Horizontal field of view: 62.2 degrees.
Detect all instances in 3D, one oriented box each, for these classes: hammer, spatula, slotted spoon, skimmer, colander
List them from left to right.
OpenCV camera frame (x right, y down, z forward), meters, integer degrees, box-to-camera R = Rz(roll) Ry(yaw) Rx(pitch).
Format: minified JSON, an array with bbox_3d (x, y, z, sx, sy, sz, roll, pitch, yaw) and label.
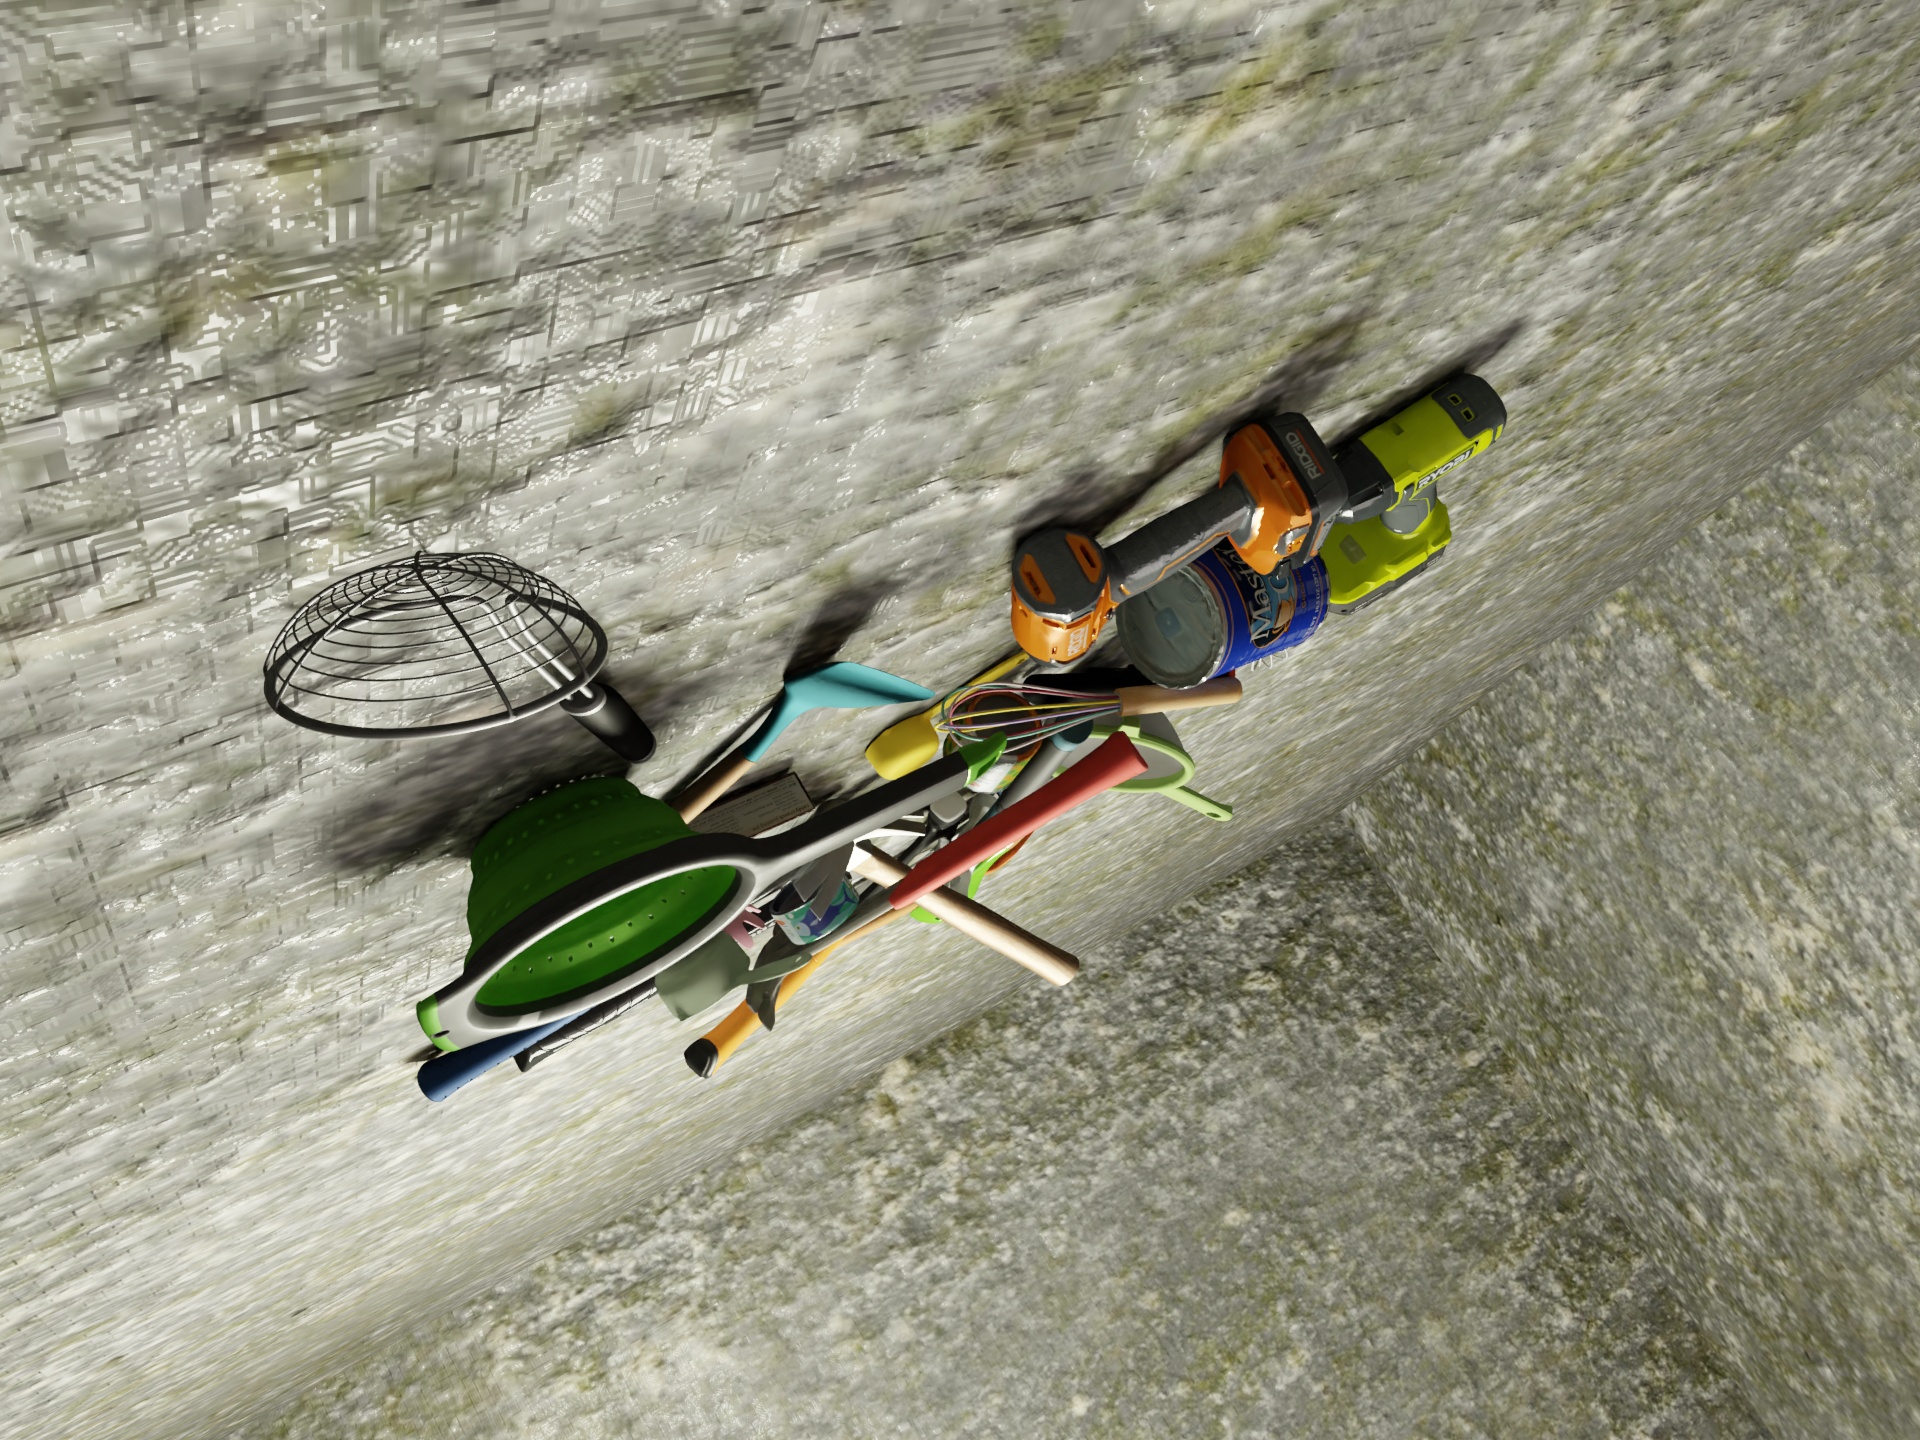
[{"bbox_3d":[-0.196,0.003,0.740,0.127,0.090,0.363,0,167,2],"label":"skimmer"},{"bbox_3d":[-0.259,0.195,1.255,0.405,0.035,0.144,-31,-163,10],"label":"hammer"},{"bbox_3d":[-0.249,0.219,1.429,0.335,0.035,0.146,-29,164,-13],"label":"hammer"},{"bbox_3d":[-0.158,0.067,0.990,0.397,0.095,0.204,-25,162,-19],"label":"colander"},{"bbox_3d":[-0.154,0.044,1.043,0.317,0.044,0.082,-38,144,28],"label":"spatula"},{"bbox_3d":[-0.120,0.197,1.441,0.337,0.034,0.127,-44,169,-26],"label":"hammer"},{"bbox_3d":[-0.035,0.170,1.654,0.322,0.041,0.081,-25,-179,-28],"label":"spatula"},{"bbox_3d":[-0.013,0.118,1.252,0.359,0.036,0.149,-32,-164,14],"label":"hammer"},{"bbox_3d":[-0.007,0.163,1.408,0.130,0.031,0.331,-36,131,25],"label":"hammer"},{"bbox_3d":[0.046,0.066,1.392,0.128,0.033,0.331,-64,-176,-29],"label":"hammer"},{"bbox_3d":[0.059,0.104,1.549,0.313,0.031,0.070,-48,156,25],"label":"slotted spoon"}]

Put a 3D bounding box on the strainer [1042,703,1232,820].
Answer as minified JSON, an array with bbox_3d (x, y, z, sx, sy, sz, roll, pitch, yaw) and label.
[{"bbox_3d":[0.173,0.027,1.457,0.151,0.069,0.256,-10,154,43],"label":"strainer"}]

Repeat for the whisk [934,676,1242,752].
[{"bbox_3d":[0.098,-0.012,1.211,0.245,0.051,0.047,-7,138,-14],"label":"whisk"}]

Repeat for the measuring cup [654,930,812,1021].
[{"bbox_3d":[-0.179,0.189,1.250,0.167,0.038,0.083,-20,-159,42],"label":"measuring cup"}]

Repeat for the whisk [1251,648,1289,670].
[{"bbox_3d":[0.286,-0.102,1.485,0.246,0.058,0.059,65,49,-72],"label":"whisk"}]

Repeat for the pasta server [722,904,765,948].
[{"bbox_3d":[-0.312,0.233,1.339,0.316,0.060,0.040,-30,125,0],"label":"pasta server"}]

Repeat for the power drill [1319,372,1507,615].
[{"bbox_3d":[0.343,-0.176,1.302,0.171,0.080,0.223,-32,161,-4],"label":"power drill"}]

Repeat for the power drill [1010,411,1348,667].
[{"bbox_3d":[0.137,-0.109,1.085,0.226,0.084,0.164,-26,165,-7],"label":"power drill"}]

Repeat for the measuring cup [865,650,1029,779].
[{"bbox_3d":[-0.002,-0.004,1.224,0.156,0.029,0.062,-33,165,8],"label":"measuring cup"}]

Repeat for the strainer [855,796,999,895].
[{"bbox_3d":[-0.049,0.149,1.609,0.258,0.050,0.087,-31,180,6],"label":"strainer"}]
